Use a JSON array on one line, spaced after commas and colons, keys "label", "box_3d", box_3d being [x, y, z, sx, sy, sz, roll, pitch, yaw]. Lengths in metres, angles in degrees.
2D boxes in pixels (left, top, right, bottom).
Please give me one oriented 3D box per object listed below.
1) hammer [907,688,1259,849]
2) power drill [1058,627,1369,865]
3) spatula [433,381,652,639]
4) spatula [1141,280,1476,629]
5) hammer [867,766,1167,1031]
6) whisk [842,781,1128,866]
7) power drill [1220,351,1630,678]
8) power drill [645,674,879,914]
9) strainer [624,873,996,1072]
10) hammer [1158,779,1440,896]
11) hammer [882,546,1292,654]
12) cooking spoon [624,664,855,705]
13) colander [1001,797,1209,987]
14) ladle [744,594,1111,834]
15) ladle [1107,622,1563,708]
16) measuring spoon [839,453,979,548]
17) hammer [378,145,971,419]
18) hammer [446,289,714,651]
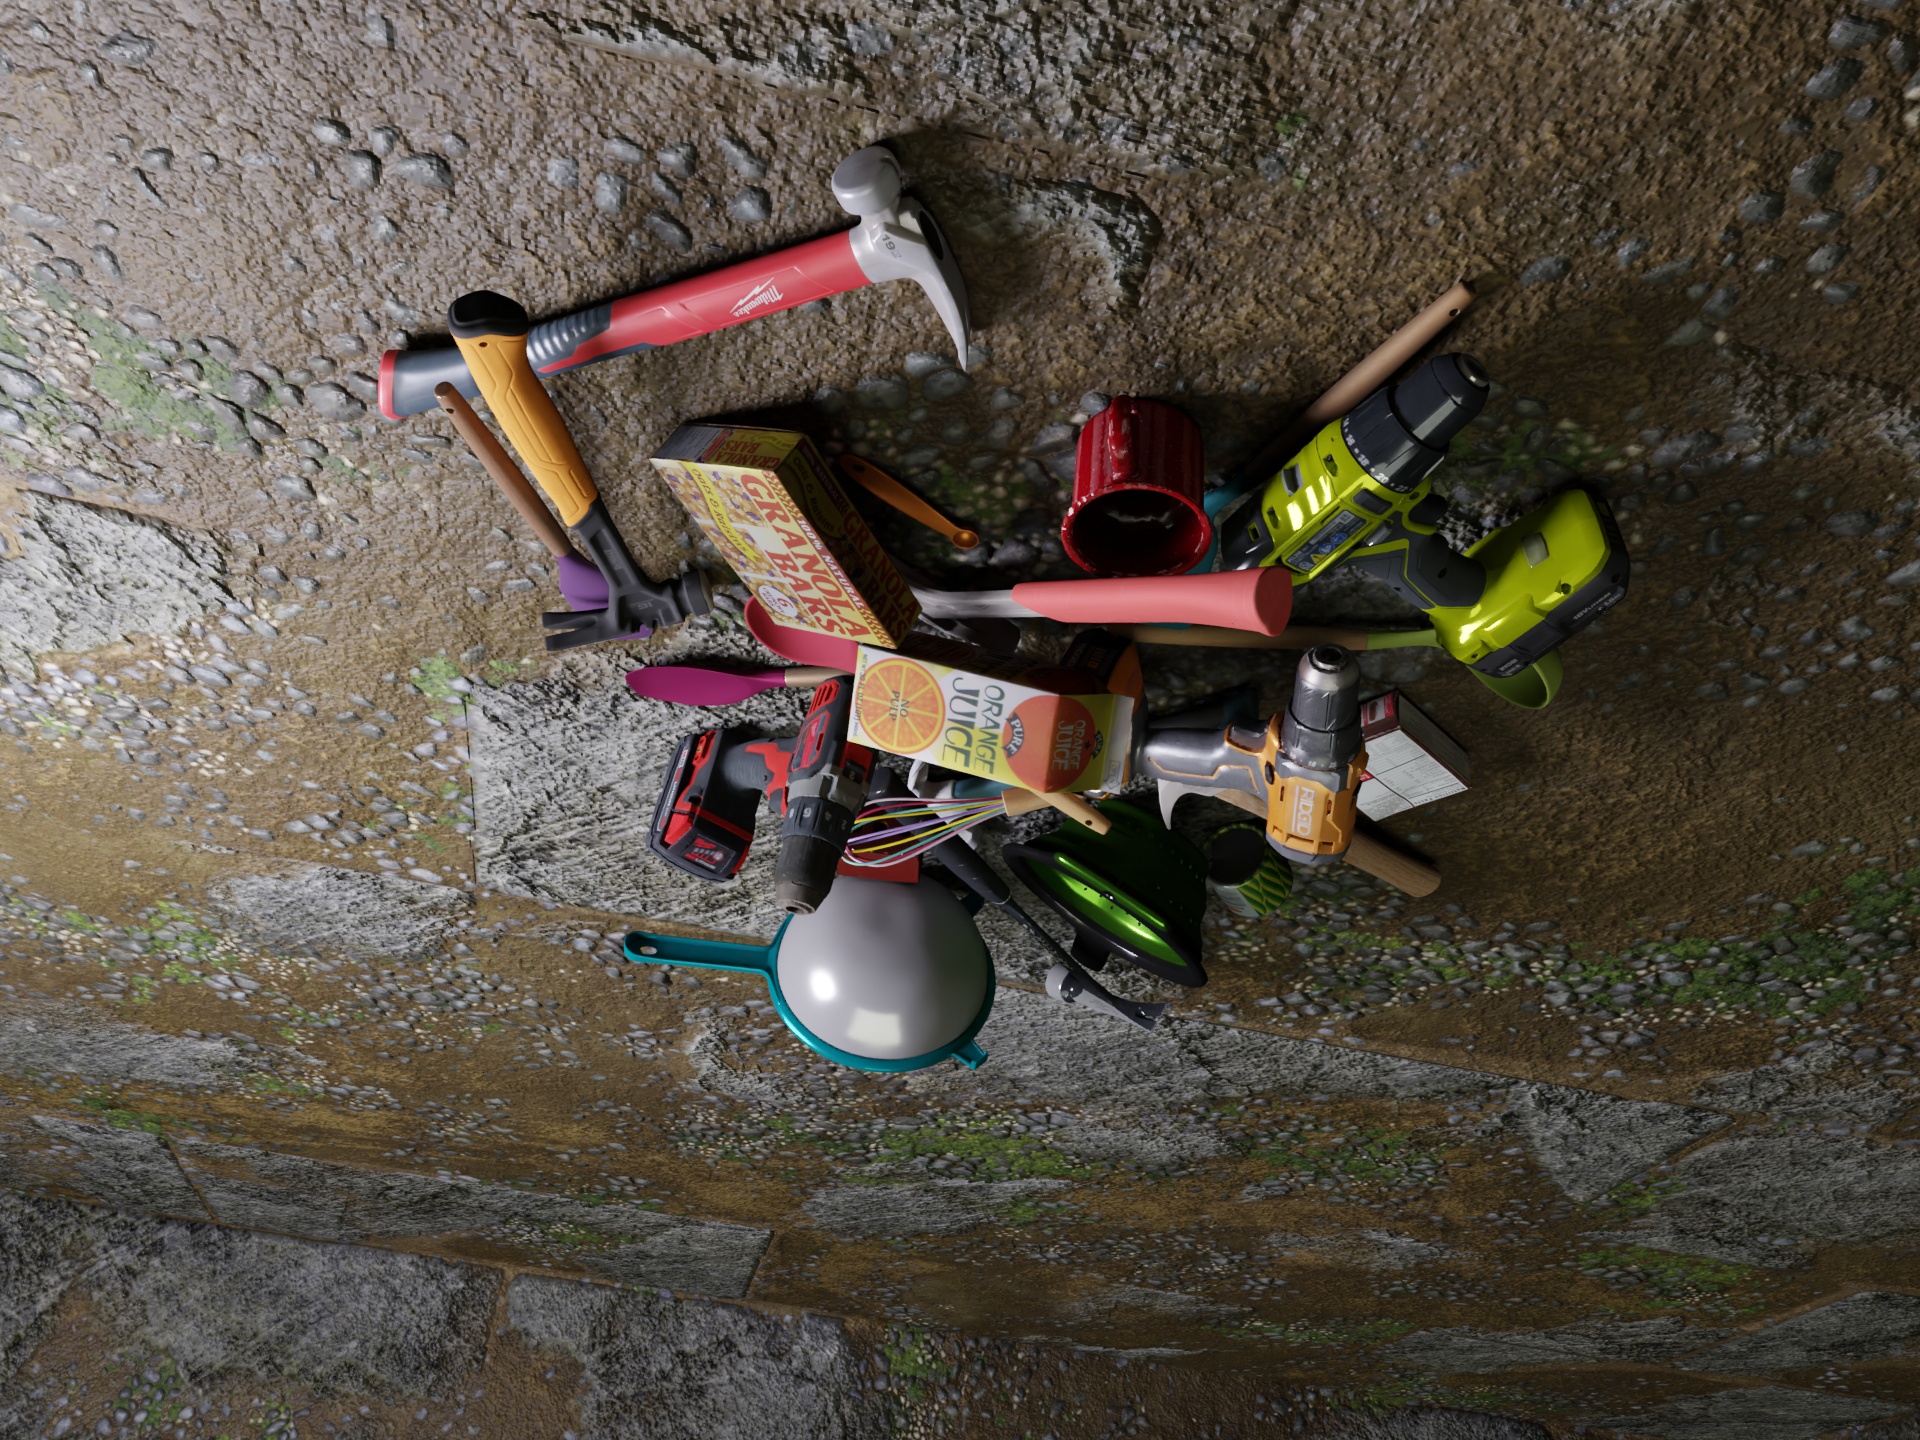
[{"label": "hammer", "box_3d": [0.096, 0.035, 1.309, 0.331, 0.033, 0.128, -18, 140, 31]}, {"label": "power drill", "box_3d": [0.176, 0.002, 1.128, 0.226, 0.084, 0.185, 16, 139, 20]}, {"label": "spatula", "box_3d": [-0.286, -0.134, 1.111, 0.060, 0.018, 0.315, -4, 153, 11]}, {"label": "spatula", "box_3d": [0.205, -0.160, 1.001, 0.082, 0.044, 0.317, 11, 146, -31]}, {"label": "hammer", "box_3d": [0.043, 0.164, 1.413, 0.149, 0.036, 0.408, 15, 156, 47]}, {"label": "whisk", "box_3d": [0.014, 0.071, 1.267, 0.245, 0.051, 0.047, -14, 120, 2]}, {"label": "power drill", "box_3d": [0.303, -0.123, 0.987, 0.228, 0.080, 0.190, 20, 138, -28]}, {"label": "power drill", "box_3d": [-0.154, 0.073, 1.256, 0.080, 0.188, 0.227, 31, 149, -33]}, {"label": "strainer", "box_3d": [-0.129, 0.196, 1.426, 0.340, 0.211, 0.095, 7, 135, -7]}, {"label": "hammer", "box_3d": [0.290, 0.089, 1.325, 0.331, 0.031, 0.130, 25, 142, -35]}, {"label": "hammer", "box_3d": [0.067, -0.080, 1.008, 0.149, 0.037, 0.359, 30, 167, -30]}, {"label": "cooking spoon", "box_3d": [-0.112, -0.035, 1.254, 0.319, 0.017, 0.068, -2, 154, 12]}, {"label": "colander", "box_3d": [0.145, 0.156, 1.431, 0.204, 0.094, 0.396, 33, 166, 10]}, {"label": "ladle", "box_3d": [-0.022, -0.007, 1.181, 0.315, 0.031, 0.069, 34, 133, 2]}, {"label": "ladle", "box_3d": [0.265, -0.048, 1.144, 0.320, 0.062, 0.078, 3, 157, 10]}, {"label": "measuring spoon", "box_3d": [-0.034, -0.151, 1.085, 0.116, 0.011, 0.021, 31, 139, -25]}, {"label": "hammer", "box_3d": [-0.186, -0.231, 0.968, 0.386, 0.038, 0.143, -10, 144, 22]}, {"label": "hammer", "box_3d": [-0.262, -0.151, 1.034, 0.127, 0.034, 0.336, -14, 152, -1]}]
